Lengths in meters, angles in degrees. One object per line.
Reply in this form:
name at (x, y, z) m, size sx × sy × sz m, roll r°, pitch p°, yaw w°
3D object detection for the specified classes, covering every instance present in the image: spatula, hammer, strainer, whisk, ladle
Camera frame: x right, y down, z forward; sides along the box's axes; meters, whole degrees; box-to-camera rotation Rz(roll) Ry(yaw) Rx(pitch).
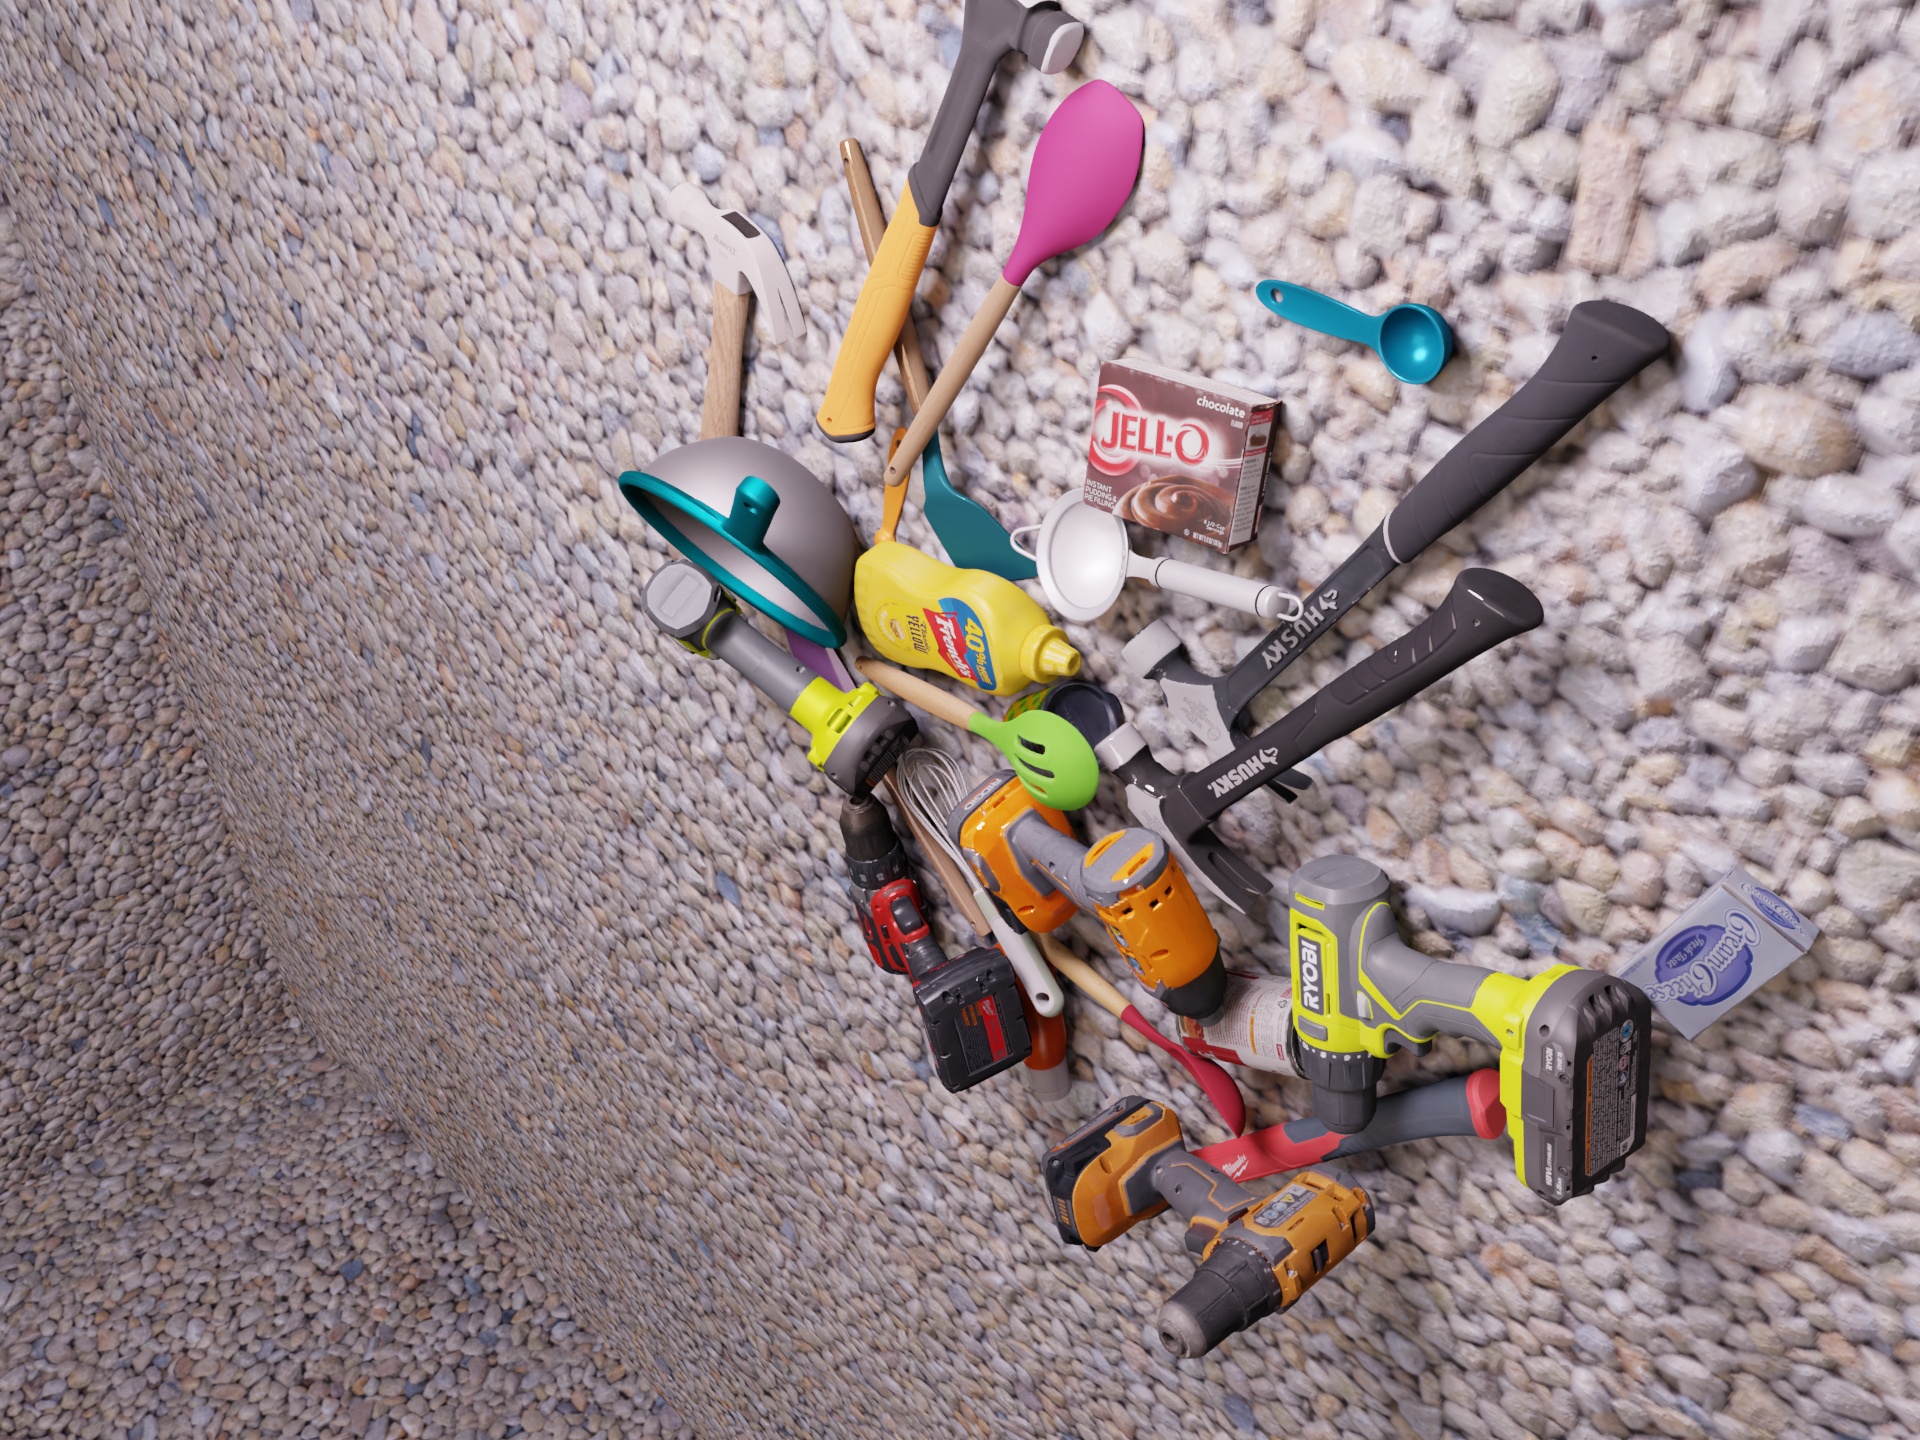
spatula at (-0.025, -0.240, 1.095) m, size 0.082 × 0.044 × 0.317 m, roll 2°, pitch 114°, yaw 49°
hammer at (0.249, 0.299, 1.180) m, size 0.143 × 0.038 × 0.386 m, roll 55°, pitch 144°, yaw 5°
hammer at (0.213, 0.007, 0.941) m, size 0.146 × 0.035 × 0.334 m, roll 52°, pitch 143°, yaw 3°
spatula at (-0.061, 0.049, 1.361) m, size 0.060 × 0.018 × 0.316 m, roll -31°, pitch 91°, yaw 51°
strainer at (-0.138, -0.157, 1.156) m, size 0.211 × 0.095 × 0.340 m, roll 37°, pitch 170°, yaw -7°
hammer at (-0.188, -0.250, 1.267) m, size 0.130 × 0.031 × 0.331 m, roll 40°, pitch 142°, yaw 22°
strainer at (0.122, -0.091, 0.985) m, size 0.259 × 0.050 × 0.087 m, roll 26°, pitch 113°, yaw 54°
whisk at (0.017, 0.128, 1.280) m, size 0.058 × 0.059 × 0.246 m, roll -33°, pitch 82°, yaw 25°
hammer at (0.238, -0.087, 0.895) m, size 0.149 × 0.036 × 0.408 m, roll 50°, pitch 144°, yaw 7°
ladle at (0.113, 0.216, 1.252) m, size 0.316 × 0.031 × 0.069 m, roll 37°, pitch 164°, yaw 39°
hammer at (-0.036, -0.316, 1.004) m, size 0.127 × 0.034 × 0.336 m, roll 43°, pitch 136°, yaw 16°

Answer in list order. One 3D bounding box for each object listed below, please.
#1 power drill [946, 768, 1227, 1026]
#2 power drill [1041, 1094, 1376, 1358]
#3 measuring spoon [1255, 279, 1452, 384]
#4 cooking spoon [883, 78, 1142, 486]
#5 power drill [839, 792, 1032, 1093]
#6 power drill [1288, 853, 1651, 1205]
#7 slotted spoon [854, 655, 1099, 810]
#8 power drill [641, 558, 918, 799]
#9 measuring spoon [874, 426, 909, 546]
power drill at (0.098, 0.130, 1.138) m, size 0.227 × 0.084 × 0.164 m, roll 23°, pitch 149°, yaw 57°
power drill at (0.157, 0.366, 1.152) m, size 0.226 × 0.185 × 0.084 m, roll 9°, pitch 118°, yaw 51°
measuring spoon at (0.211, -0.215, 0.848) m, size 0.129 × 0.021 × 0.042 m, roll 36°, pitch 141°, yaw 40°
cooking spoon at (0.021, -0.258, 0.999) m, size 0.069 × 0.017 × 0.318 m, roll 48°, pitch 135°, yaw 11°
power drill at (-0.034, 0.178, 1.329) m, size 0.227 × 0.080 × 0.187 m, roll 48°, pitch 157°, yaw 51°
power drill at (0.298, 0.202, 0.981) m, size 0.229 × 0.080 × 0.190 m, roll 19°, pitch 121°, yaw 52°
slotted spoon at (-0.002, -0.004, 1.158) m, size 0.314 × 0.031 × 0.070 m, roll 28°, pitch 128°, yaw 55°
power drill at (-0.145, -0.035, 1.279) m, size 0.223 × 0.080 × 0.171 m, roll 38°, pitch 176°, yaw 5°
measuring spoon at (-0.052, -0.170, 1.186) m, size 0.021 × 0.011 × 0.116 m, roll 39°, pitch 141°, yaw 23°
